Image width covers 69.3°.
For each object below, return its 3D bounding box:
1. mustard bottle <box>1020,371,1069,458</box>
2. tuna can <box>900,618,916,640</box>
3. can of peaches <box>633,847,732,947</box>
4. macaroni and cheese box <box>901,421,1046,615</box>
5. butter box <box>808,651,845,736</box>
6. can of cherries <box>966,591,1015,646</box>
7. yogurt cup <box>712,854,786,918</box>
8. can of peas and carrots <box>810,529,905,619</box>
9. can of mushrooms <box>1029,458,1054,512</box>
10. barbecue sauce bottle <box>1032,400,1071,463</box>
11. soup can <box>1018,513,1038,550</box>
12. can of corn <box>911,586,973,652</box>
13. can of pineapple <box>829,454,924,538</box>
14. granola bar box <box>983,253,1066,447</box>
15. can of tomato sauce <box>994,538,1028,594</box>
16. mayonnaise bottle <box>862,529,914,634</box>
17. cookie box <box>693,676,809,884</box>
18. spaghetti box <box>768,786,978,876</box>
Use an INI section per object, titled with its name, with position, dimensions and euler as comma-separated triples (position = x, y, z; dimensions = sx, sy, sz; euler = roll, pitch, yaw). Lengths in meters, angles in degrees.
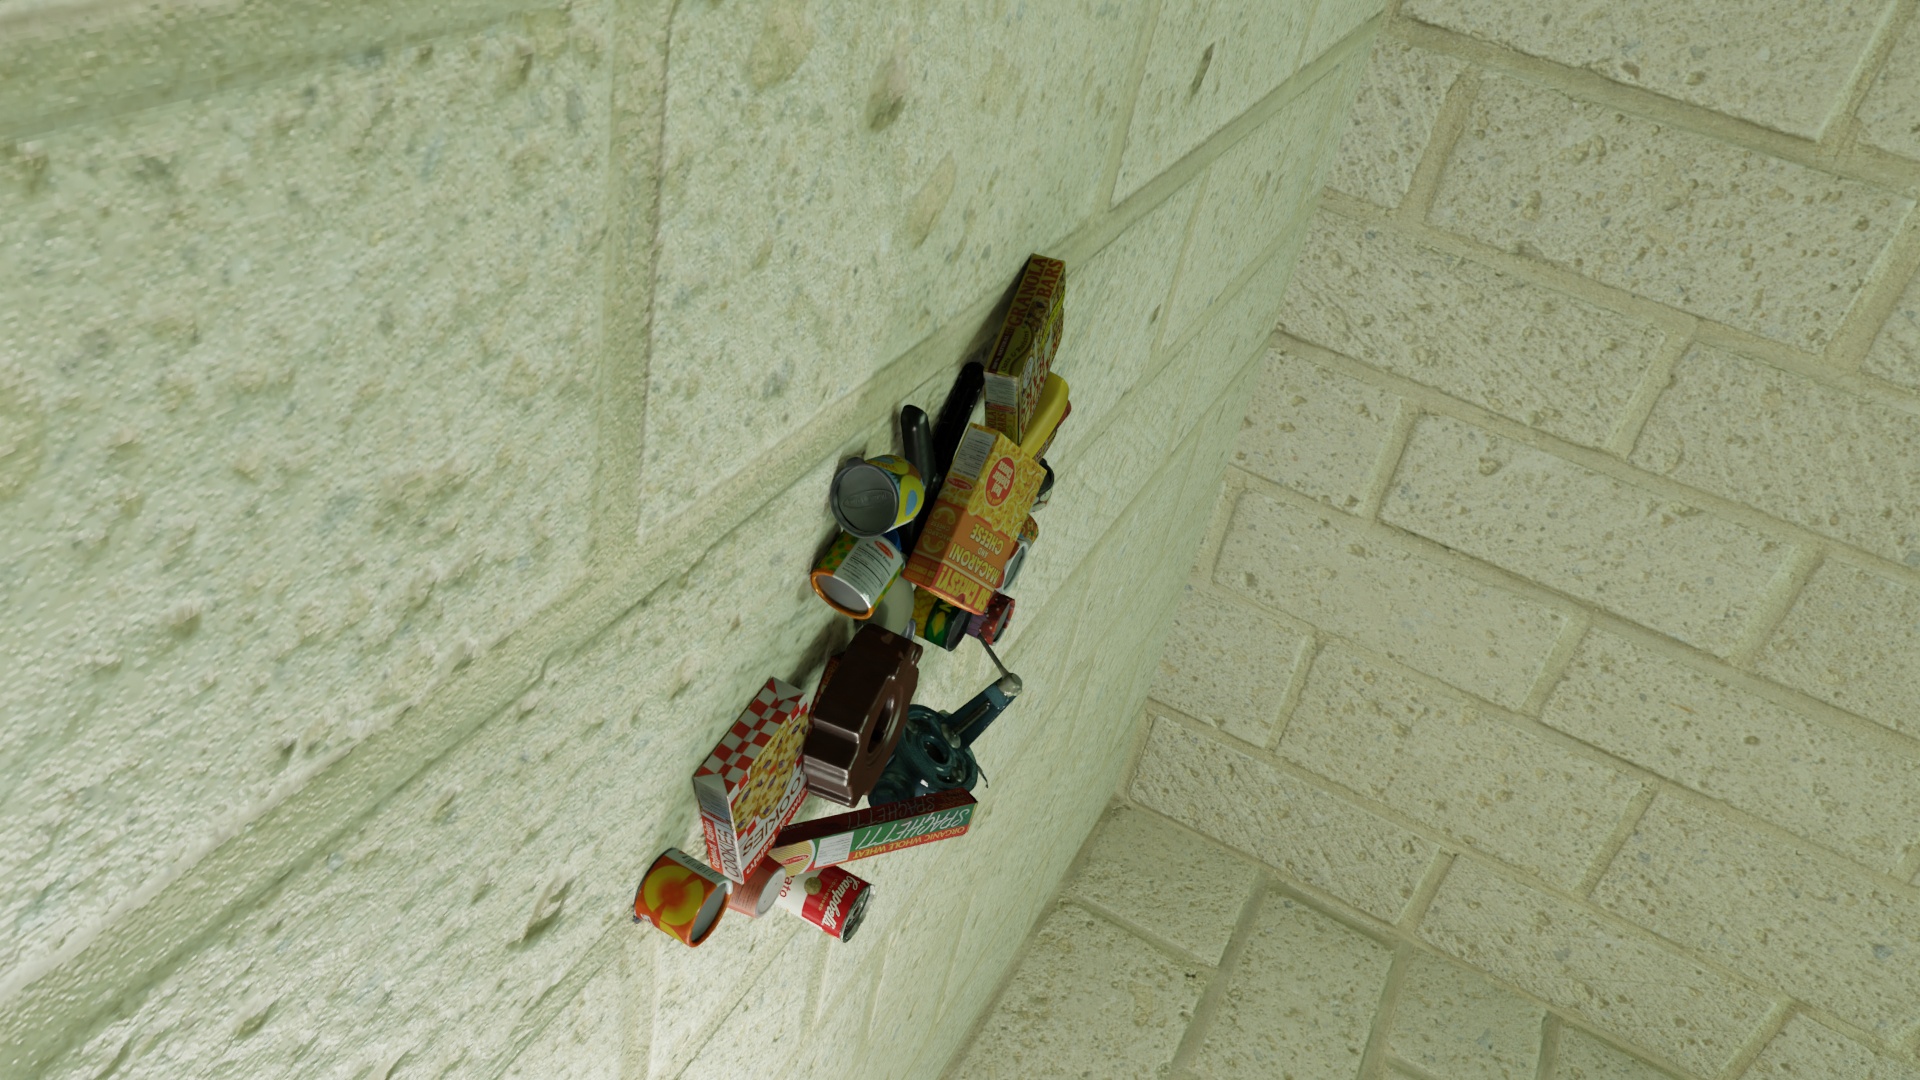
[mustard bottle]
position = 0.059, -0.115, 1.533
dimensions = 0.160, 0.065, 0.048
euler = -59, 158, -4
[tuna can]
position = -0.077, 0.105, 1.461
dimensions = 0.071, 0.033, 0.070
euler = -56, 161, -30
[can of peaches]
position = -0.239, 0.310, 1.195
dimensions = 0.071, 0.058, 0.071
euler = -57, 162, -30
[macaroni and cheese box]
position = 0.016, -0.019, 1.383
dimensions = 0.123, 0.040, 0.166
euler = 33, 80, -60
[butter box]
position = -0.127, 0.161, 1.399
dimensions = 0.103, 0.024, 0.053
euler = -69, 164, 11
[can of cherries]
position = 0.029, 0.089, 1.726
dimensions = 0.072, 0.058, 0.071
euler = -56, 162, -29
[yogurt cup]
position = -0.204, 0.327, 1.336
dimensions = 0.073, 0.054, 0.072
euler = -56, 160, -32
[can of peas and carrots]
position = -0.094, 0.029, 1.246
dimensions = 0.059, 0.071, 0.070
euler = -56, 161, -29
[can of mushrooms]
position = 0.078, -0.068, 1.646
dimensions = 0.071, 0.071, 0.033
euler = -52, 159, -39
[barbecue sauce bottle]
position = 0.083, -0.120, 1.627
dimensions = 0.149, 0.044, 0.064
euler = -52, 151, -40
[soup can]
position = 0.049, 0.008, 1.650
dimensions = 0.084, 0.071, 0.071
euler = -55, 161, -34
[can of corn]
position = -0.023, 0.080, 1.550
dimensions = 0.071, 0.058, 0.070
euler = -56, 161, -30
[can of pineapple]
position = -0.072, -0.041, 1.212
dimensions = 0.058, 0.071, 0.070
euler = -27, 139, -66
[granola bar box]
position = 0.068, -0.193, 1.434
dimensions = 0.123, 0.039, 0.166
euler = 87, 21, -57
[can of tomato sauce]
position = 0.025, 0.016, 1.565
dimensions = 0.071, 0.083, 0.070
euler = -57, 162, -30
[mayonnaise bottle]
position = -0.074, 0.040, 1.367
dimensions = 0.065, 0.041, 0.147
euler = -58, 161, -31
[cookie box]
position = -0.185, 0.222, 1.272
dimensions = 0.123, 0.040, 0.166
euler = -54, 160, -36
[spaghetti box]
position = -0.097, 0.306, 1.454
dimensions = 0.251, 0.029, 0.050
euler = -6, 127, -32
